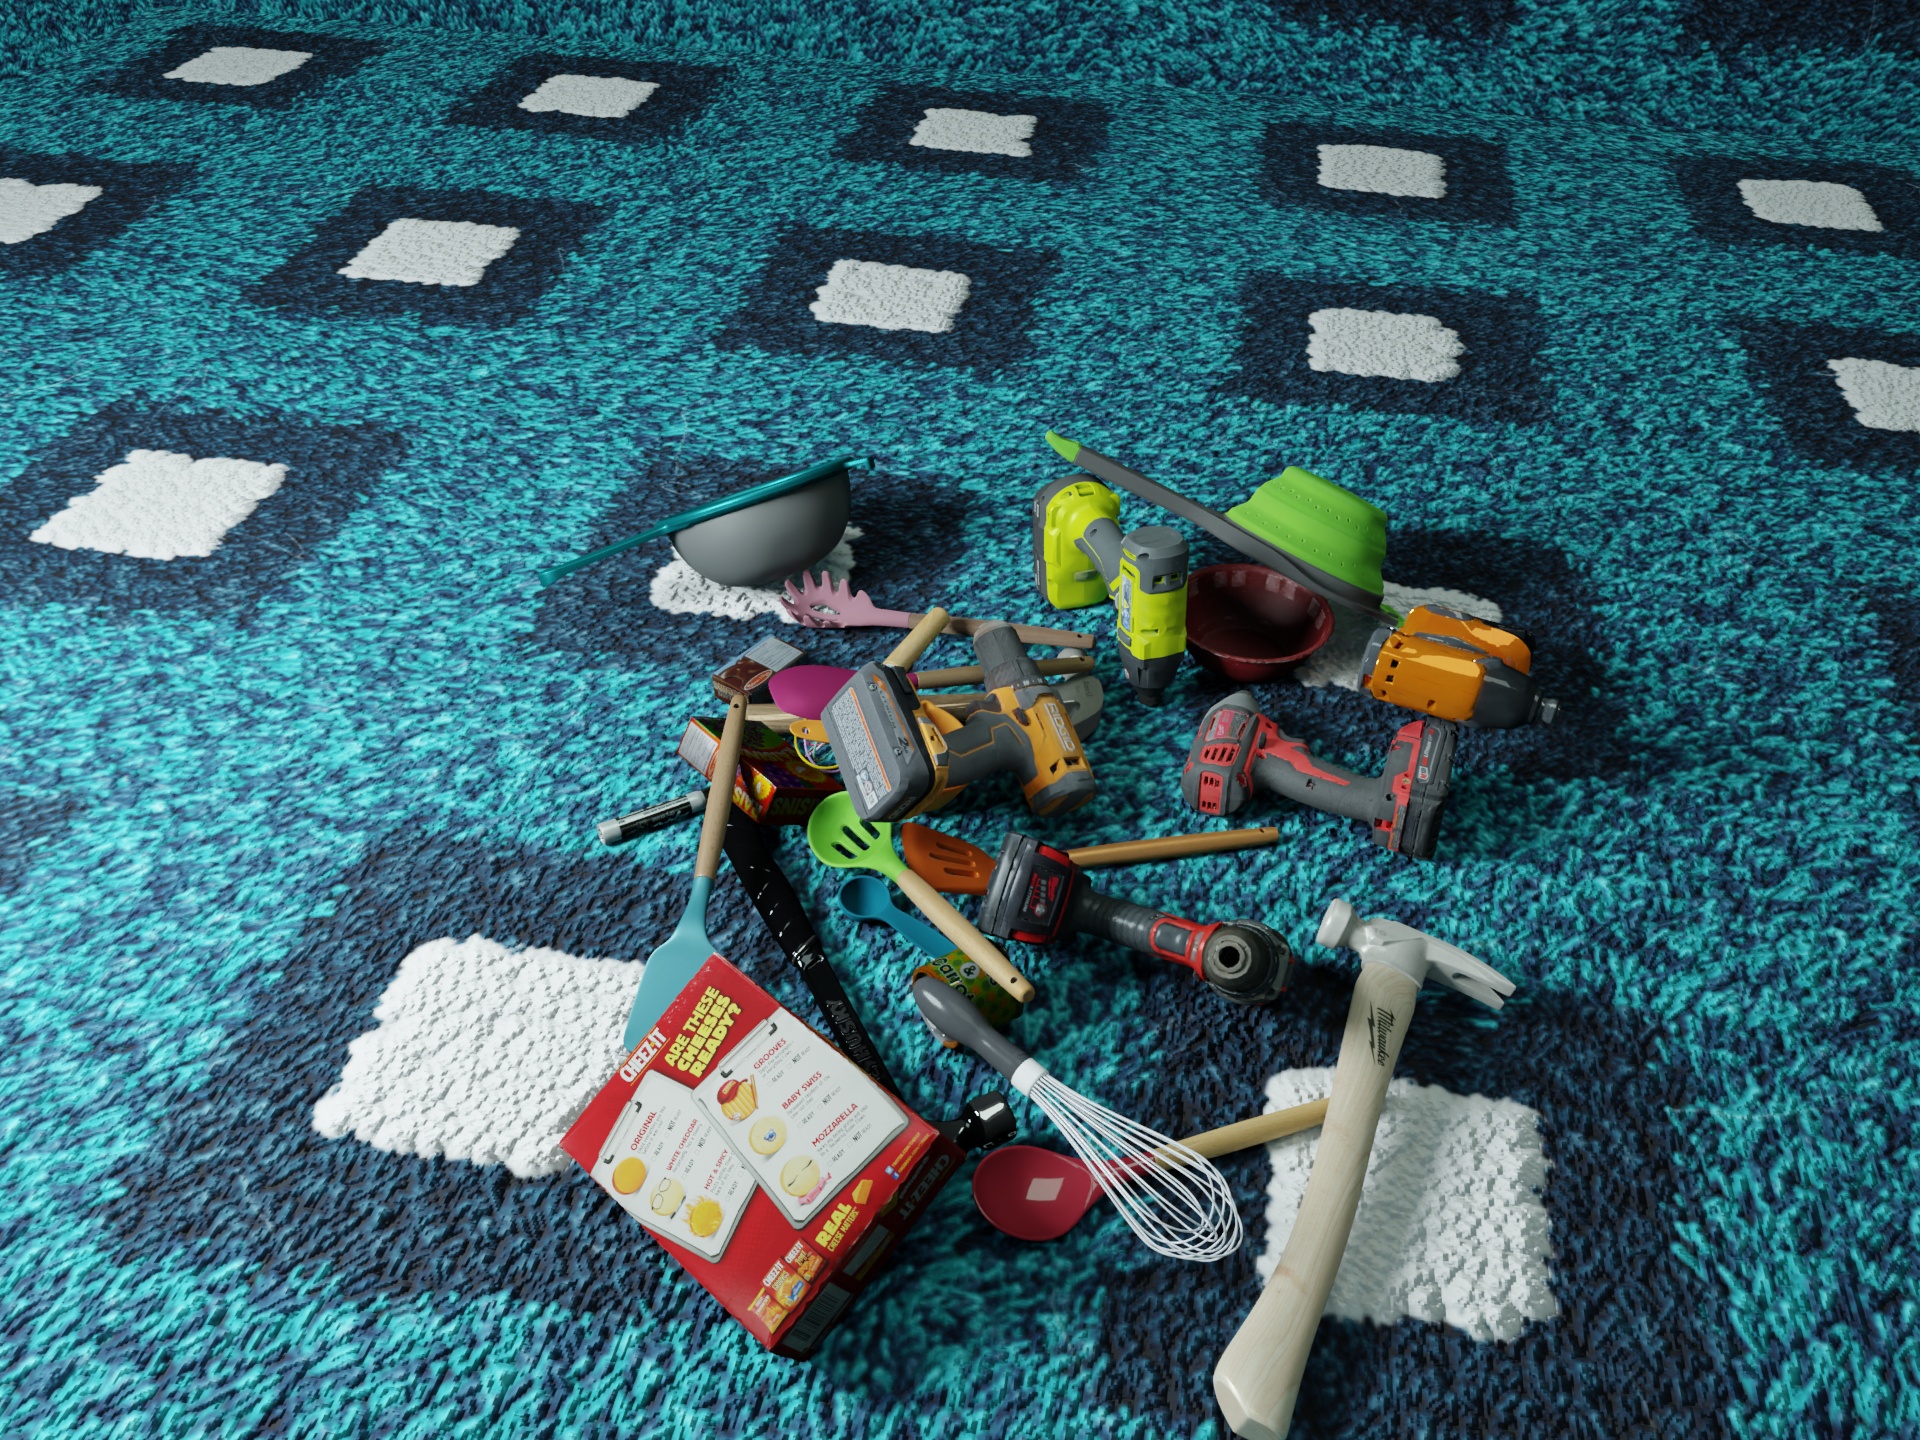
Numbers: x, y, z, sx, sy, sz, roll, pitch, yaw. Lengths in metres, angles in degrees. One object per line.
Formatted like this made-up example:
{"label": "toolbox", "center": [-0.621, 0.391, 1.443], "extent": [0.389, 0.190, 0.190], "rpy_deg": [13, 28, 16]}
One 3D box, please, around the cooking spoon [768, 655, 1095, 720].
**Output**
{"label": "cooking spoon", "center": [-0.018, -0.038, 1.413], "extent": [0.318, 0.017, 0.069], "rpy_deg": [-6, 49, -27]}

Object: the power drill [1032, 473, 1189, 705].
{"label": "power drill", "center": [0.146, -0.130, 1.521], "extent": [0.080, 0.171, 0.223], "rpy_deg": [-12, 33, -16]}

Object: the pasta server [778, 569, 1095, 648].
{"label": "pasta server", "center": [-0.024, -0.098, 1.542], "extent": [0.316, 0.040, 0.060], "rpy_deg": [8, 56, 17]}

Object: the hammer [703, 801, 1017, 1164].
{"label": "hammer", "center": [-0.115, 0.192, 1.208], "extent": [0.149, 0.036, 0.409], "rpy_deg": [-21, 43, -17]}

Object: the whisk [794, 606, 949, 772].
{"label": "whisk", "center": [-0.076, -0.036, 1.433], "extent": [0.047, 0.051, 0.245], "rpy_deg": [15, 41, 23]}

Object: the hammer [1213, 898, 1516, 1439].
{"label": "hammer", "center": [0.268, 0.298, 1.078], "extent": [0.146, 0.038, 0.411], "rpy_deg": [24, 48, 10]}

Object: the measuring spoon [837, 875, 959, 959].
{"label": "measuring spoon", "center": [-0.043, 0.168, 1.262], "extent": [0.129, 0.021, 0.042], "rpy_deg": [32, 51, 19]}

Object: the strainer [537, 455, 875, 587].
{"label": "strainer", "center": [-0.245, -0.165, 1.576], "extent": [0.340, 0.095, 0.211], "rpy_deg": [-26, 13, -26]}

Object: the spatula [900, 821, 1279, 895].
{"label": "spatula", "center": [0.112, 0.106, 1.318], "extent": [0.322, 0.041, 0.081], "rpy_deg": [-6, 39, -10]}

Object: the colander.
{"label": "colander", "center": [0.277, -0.223, 1.560], "extent": [0.397, 0.094, 0.204], "rpy_deg": [26, 15, -3]}

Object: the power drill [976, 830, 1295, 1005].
{"label": "power drill", "center": [0.131, 0.152, 1.166], "extent": [0.227, 0.187, 0.080], "rpy_deg": [16, 85, 19]}

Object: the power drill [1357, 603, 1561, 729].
{"label": "power drill", "center": [0.451, -0.042, 1.412], "extent": [0.164, 0.084, 0.226], "rpy_deg": [18, 16, 20]}

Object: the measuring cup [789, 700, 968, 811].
{"label": "measuring cup", "center": [-0.072, 0.029, 1.353], "extent": [0.173, 0.052, 0.095], "rpy_deg": [9, 54, -26]}

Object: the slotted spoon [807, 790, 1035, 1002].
{"label": "slotted spoon", "center": [-0.031, 0.134, 1.215], "extent": [0.070, 0.031, 0.314], "rpy_deg": [-41, 36, -10]}

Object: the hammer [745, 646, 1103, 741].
{"label": "hammer", "center": [-0.032, -0.008, 1.460], "extent": [0.331, 0.031, 0.130], "rpy_deg": [-4, 39, -6]}

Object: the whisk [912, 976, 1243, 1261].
{"label": "whisk", "center": [0.071, 0.260, 1.067], "extent": [0.285, 0.070, 0.070], "rpy_deg": [36, 50, 29]}

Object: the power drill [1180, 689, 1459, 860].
{"label": "power drill", "center": [0.312, 0.037, 1.385], "extent": [0.220, 0.078, 0.143], "rpy_deg": [11, 40, 16]}

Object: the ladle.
{"label": "ladle", "center": [0.156, 0.297, 1.099], "extent": [0.315, 0.031, 0.069], "rpy_deg": [-11, 52, -17]}

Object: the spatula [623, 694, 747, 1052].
{"label": "spatula", "center": [-0.197, 0.110, 1.248], "extent": [0.082, 0.044, 0.318], "rpy_deg": [2, 51, 4]}

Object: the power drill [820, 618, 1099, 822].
{"label": "power drill", "center": [-0.002, -0.004, 1.332], "extent": [0.226, 0.084, 0.185], "rpy_deg": [-2, 60, -40]}
